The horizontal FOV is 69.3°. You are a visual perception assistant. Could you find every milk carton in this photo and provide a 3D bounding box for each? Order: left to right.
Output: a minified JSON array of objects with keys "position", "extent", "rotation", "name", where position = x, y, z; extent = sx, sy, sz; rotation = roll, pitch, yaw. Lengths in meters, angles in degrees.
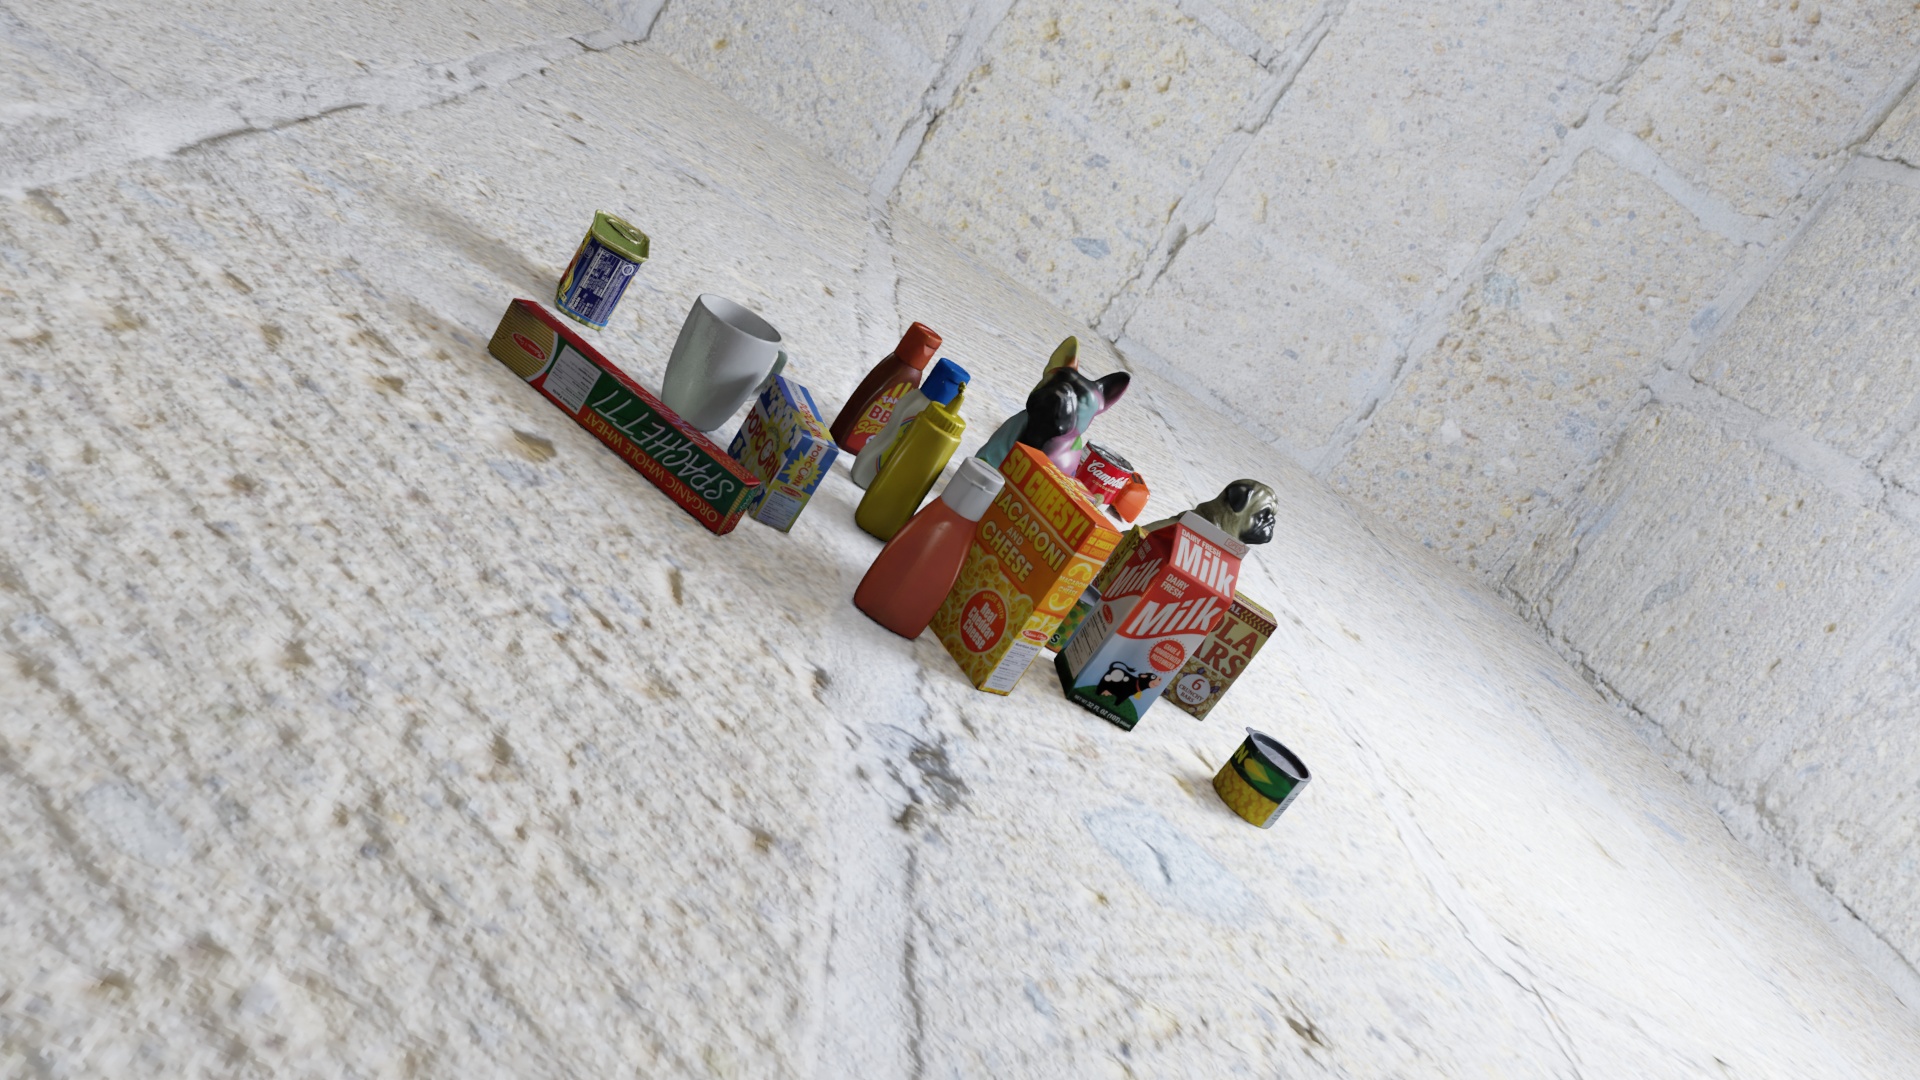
[{"position":[0.168,0.064,1.208],"extent":[0.072,0.190,0.074],"rotation":[30,17,-17],"name":"milk carton"}]

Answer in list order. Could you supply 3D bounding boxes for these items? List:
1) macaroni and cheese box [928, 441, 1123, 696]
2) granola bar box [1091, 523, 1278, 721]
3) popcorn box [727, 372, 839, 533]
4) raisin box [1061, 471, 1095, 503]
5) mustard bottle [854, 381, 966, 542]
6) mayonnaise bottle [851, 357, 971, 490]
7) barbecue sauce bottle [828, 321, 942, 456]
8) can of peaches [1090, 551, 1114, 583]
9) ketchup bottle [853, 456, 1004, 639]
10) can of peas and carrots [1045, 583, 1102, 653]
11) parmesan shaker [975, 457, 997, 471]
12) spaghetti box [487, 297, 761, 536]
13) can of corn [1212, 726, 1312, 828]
[{"position":[0.042,0.022,1.126],"extent":[0.040,0.166,0.124],"rotation":[19,23,-44],"name":"macaroni and cheese box"},{"position":[0.203,0.081,1.345],"extent":[0.165,0.124,0.039],"rotation":[33,16,-7],"name":"granola bar box"},{"position":[-0.152,-0.076,1.170],"extent":[0.038,0.085,0.127],"rotation":[25,19,-31],"name":"popcorn box"},{"position":[0.060,-0.014,1.335],"extent":[0.086,0.123,0.040],"rotation":[22,20,-36],"name":"raisin box"},{"position":[-0.037,-0.074,1.254],"extent":[0.049,0.159,0.065],"rotation":[32,16,-8],"name":"mustard bottle"},{"position":[-0.045,-0.109,1.354],"extent":[0.065,0.147,0.041],"rotation":[28,17,-22],"name":"mayonnaise bottle"},{"position":[-0.073,-0.155,1.427],"extent":[0.065,0.148,0.044],"rotation":[18,23,-45],"name":"barbecue sauce bottle"},{"position":[0.131,0.032,1.457],"extent":[0.071,0.058,0.071],"rotation":[32,17,-10],"name":"can of peaches"},{"position":[-0.021,0.004,1.089],"extent":[0.065,0.148,0.044],"rotation":[33,16,-7],"name":"ketchup bottle"},{"position":[0.094,0.065,1.295],"extent":[0.071,0.058,0.071],"rotation":[32,17,-10],"name":"can of peas and carrots"},{"position":[0.005,-0.016,1.271],"extent":[0.071,0.102,0.071],"rotation":[32,16,-10],"name":"parmesan shaker"},{"position":[-0.262,-0.097,1.079],"extent":[0.250,0.050,0.029],"rotation":[38,16,11],"name":"spaghetti box"},{"position":[0.263,0.208,1.221],"extent":[0.071,0.058,0.071],"rotation":[32,17,-10],"name":"can of corn"}]
